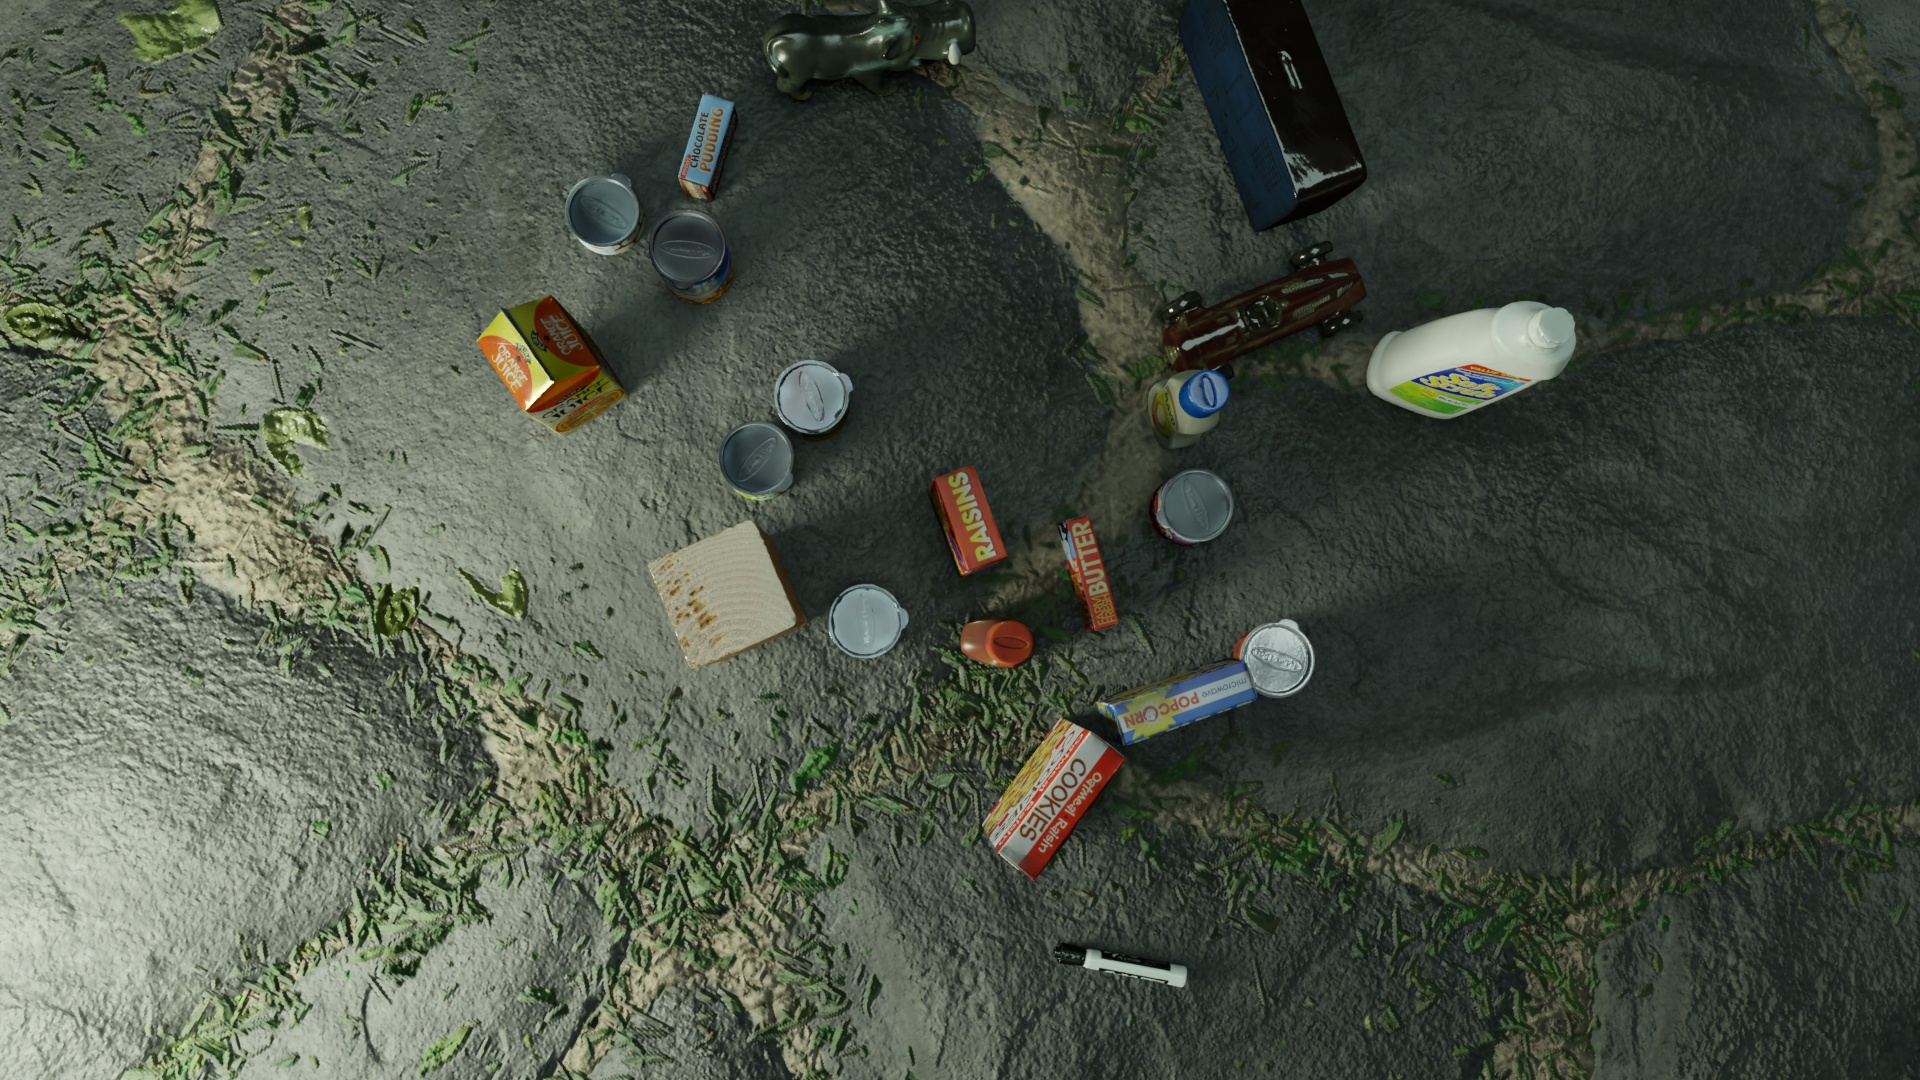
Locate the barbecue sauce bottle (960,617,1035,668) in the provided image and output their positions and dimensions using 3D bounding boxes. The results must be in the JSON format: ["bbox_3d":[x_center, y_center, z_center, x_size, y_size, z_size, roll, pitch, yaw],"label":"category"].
[{"bbox_3d":[0.036,0.088,1.196,0.065,0.148,0.043,8,86,-3],"label":"barbecue sauce bottle"}]

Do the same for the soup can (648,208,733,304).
[{"bbox_3d":[-0.239,-0.248,1.235,0.071,0.083,0.071,0,86,-4],"label":"soup can"}]

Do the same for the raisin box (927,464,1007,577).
[{"bbox_3d":[0.004,-0.015,1.215,0.040,0.123,0.086,-20,88,-5],"label":"raisin box"}]

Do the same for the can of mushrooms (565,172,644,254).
[{"bbox_3d":[-0.320,-0.296,1.258,0.071,0.033,0.071,0,86,-4],"label":"can of mushrooms"}]

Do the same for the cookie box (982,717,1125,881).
[{"bbox_3d":[0.076,0.216,1.180,0.040,0.167,0.123,38,85,-1],"label":"cookie box"}]

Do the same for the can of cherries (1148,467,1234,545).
[{"bbox_3d":[0.206,-0.029,1.263,0.071,0.058,0.071,0,86,-4],"label":"can of cherries"}]

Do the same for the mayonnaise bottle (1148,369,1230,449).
[{"bbox_3d":[0.201,-0.120,1.224,0.041,0.148,0.065,-14,87,-5],"label":"mayonnaise bottle"}]

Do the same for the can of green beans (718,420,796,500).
[{"bbox_3d":[-0.180,-0.070,1.239,0.071,0.058,0.071,0,86,-4],"label":"can of green beans"}]

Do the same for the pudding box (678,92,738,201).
[{"bbox_3d":[-0.229,-0.356,1.261,0.030,0.049,0.084,16,85,-3],"label":"pudding box"}]

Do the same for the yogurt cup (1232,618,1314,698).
[{"bbox_3d":[0.280,0.108,1.260,0.072,0.054,0.072,0,86,-4],"label":"yogurt cup"}]

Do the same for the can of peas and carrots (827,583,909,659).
[{"bbox_3d":[-0.082,0.071,1.234,0.071,0.058,0.071,0,86,-4],"label":"can of peas and carrots"}]

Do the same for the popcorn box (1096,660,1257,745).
[{"bbox_3d":[0.191,0.143,1.235,0.127,0.085,0.038,-18,88,-5],"label":"popcorn box"}]

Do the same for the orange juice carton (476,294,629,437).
[{"bbox_3d":[-0.342,-0.146,1.165,0.073,0.192,0.072,-34,89,-5],"label":"orange juice carton"}]

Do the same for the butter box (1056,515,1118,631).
[{"bbox_3d":[0.115,0.030,1.254,0.024,0.053,0.103,-15,87,-5],"label":"butter box"}]

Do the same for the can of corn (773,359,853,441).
[{"bbox_3d":[-0.130,-0.125,1.246,0.071,0.058,0.071,0,86,-4],"label":"can of corn"}]
